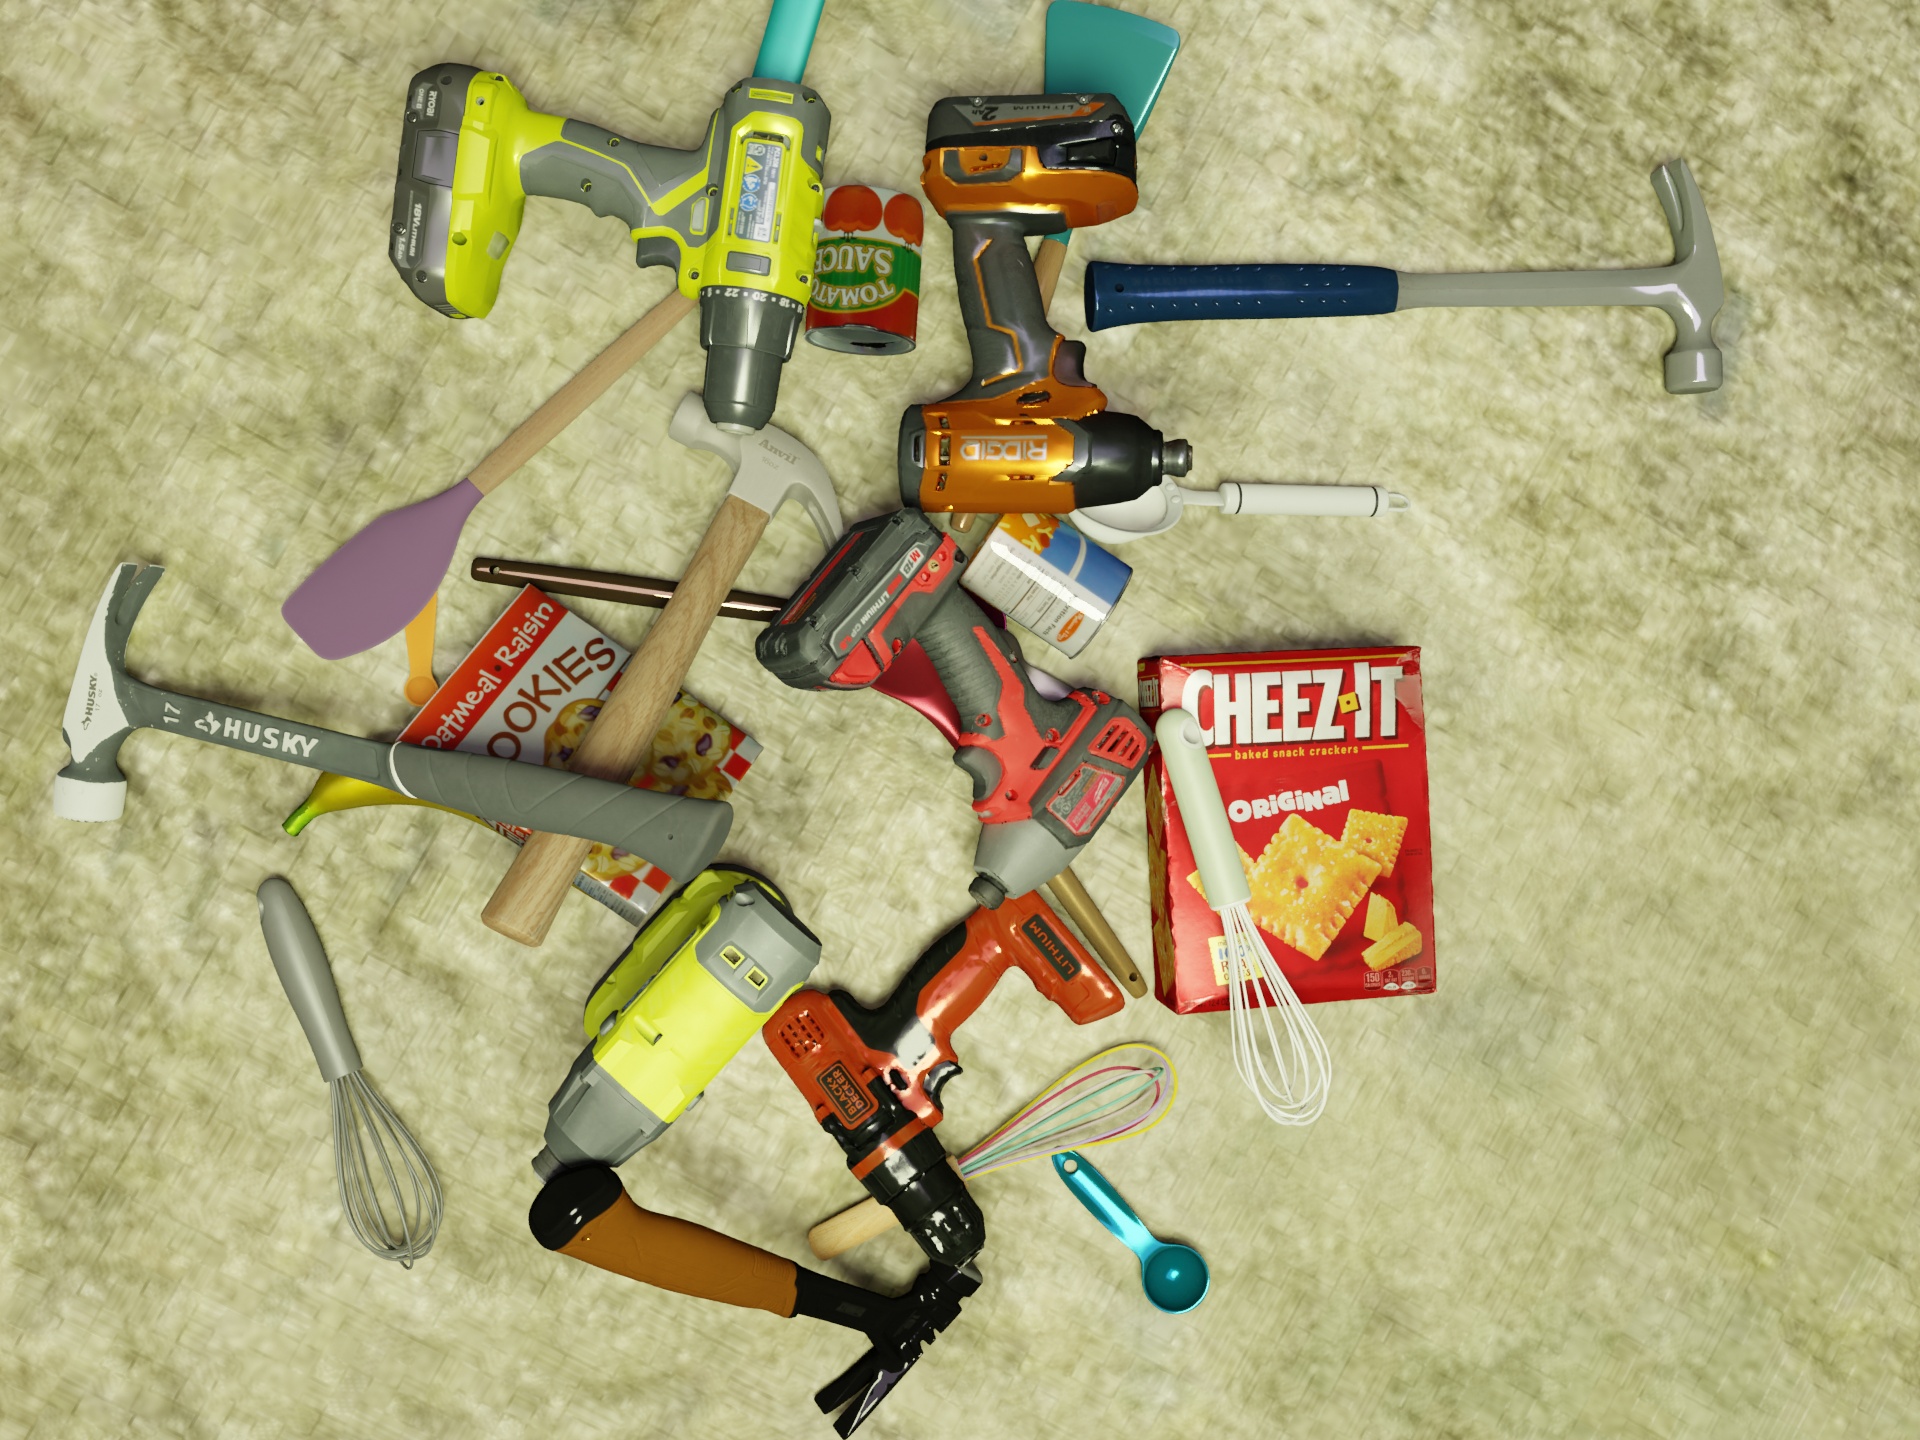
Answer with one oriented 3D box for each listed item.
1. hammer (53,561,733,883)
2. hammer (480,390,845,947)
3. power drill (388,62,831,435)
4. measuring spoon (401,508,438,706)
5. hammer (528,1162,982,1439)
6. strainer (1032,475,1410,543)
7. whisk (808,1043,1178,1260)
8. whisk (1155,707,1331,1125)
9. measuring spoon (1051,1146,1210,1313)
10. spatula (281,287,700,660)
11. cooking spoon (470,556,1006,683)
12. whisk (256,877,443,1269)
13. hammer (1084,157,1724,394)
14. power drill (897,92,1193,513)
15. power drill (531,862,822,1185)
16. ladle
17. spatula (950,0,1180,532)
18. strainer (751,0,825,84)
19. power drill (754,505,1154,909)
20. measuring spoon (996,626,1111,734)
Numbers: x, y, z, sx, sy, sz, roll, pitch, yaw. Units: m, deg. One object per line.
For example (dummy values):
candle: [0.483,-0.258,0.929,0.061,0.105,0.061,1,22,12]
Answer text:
hammer: [-0.308,0.017,0.842,0.409,0.036,0.149,11,95,17]
hammer: [-0.168,-0.026,0.892,0.130,0.031,0.331,27,70,-4]
power drill: [-0.194,-0.270,0.898,0.228,0.080,0.190,9,93,0]
measuring spoon: [-0.317,-0.066,0.936,0.021,0.011,0.117,-2,87,-6]
hammer: [-0.110,0.302,0.843,0.127,0.034,0.336,-49,139,-2]
strainer: [0.157,-0.134,0.974,0.258,0.050,0.087,0,47,-12]
whisk: [0.021,0.266,0.963,0.245,0.051,0.047,-27,99,-3]
whisk: [0.156,0.111,0.905,0.057,0.059,0.246,-14,85,-38]
measuring spoon: [0.102,0.312,0.988,0.042,0.021,0.128,-43,86,-4]
spatula: [-0.263,-0.153,0.932,0.316,0.018,0.060,-44,90,-6]
cooking spoon: [-0.130,-0.069,0.952,0.319,0.017,0.069,8,91,-7]
whisk: [-0.356,0.203,0.916,0.055,0.055,0.239,-21,90,-6]
hammer: [0.279,-0.273,0.988,0.405,0.035,0.144,-2,91,-7]
power drill: [0.051,-0.228,0.897,0.164,0.084,0.226,2,87,8]
power drill: [-0.152,0.155,0.848,0.080,0.223,0.171,43,86,-5]
ladle: [0.025,0.042,0.959,0.069,0.031,0.315,-37,100,-14]
spatula: [0.046,-0.266,0.957,0.082,0.044,0.317,18,90,7]
strainer: [-0.071,-0.472,0.928,0.211,0.095,0.340,20,108,-4]
power drill: [-0.001,-0.003,0.898,0.219,0.078,0.143,44,73,-19]
measuring spoon: [0.059,-0.016,0.968,0.124,0.018,0.034,32,86,-13]
